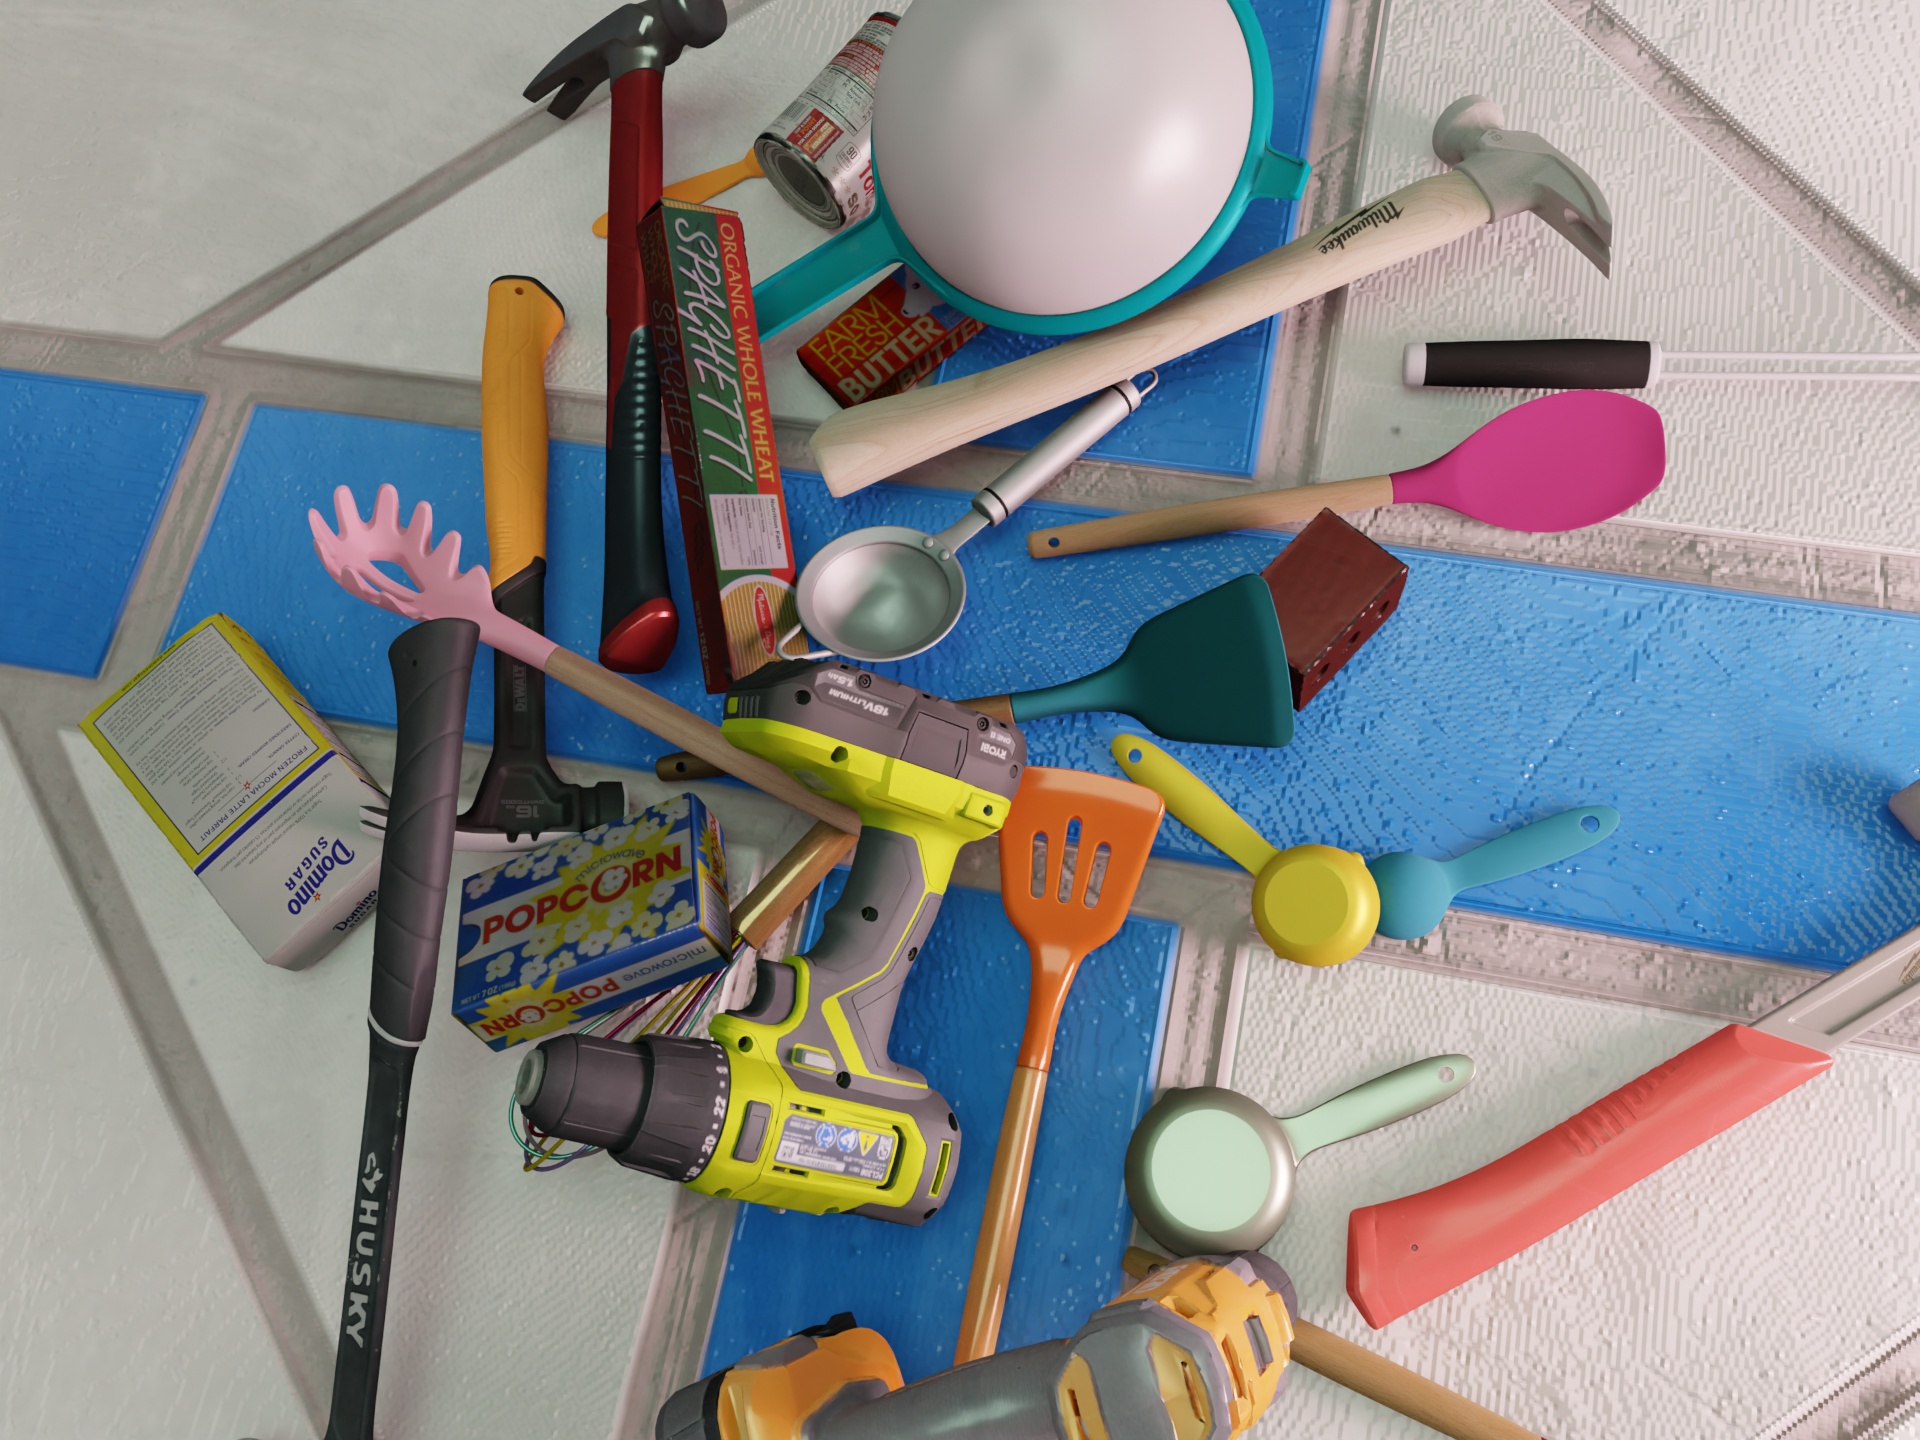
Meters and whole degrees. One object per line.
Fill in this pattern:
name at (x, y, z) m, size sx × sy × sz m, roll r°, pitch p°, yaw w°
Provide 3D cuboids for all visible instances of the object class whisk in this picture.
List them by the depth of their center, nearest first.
whisk at (-0.122, 0.118, 0.763) m, size 0.051 × 0.047 × 0.245 m, roll 38°, pitch 75°, yaw 19°

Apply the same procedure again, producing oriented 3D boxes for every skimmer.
skimmer at (0.402, -0.171, 0.763) m, size 0.363 × 0.090 × 0.127 m, roll 3°, pitch 103°, yaw 11°

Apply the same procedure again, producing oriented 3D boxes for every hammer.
hammer at (0.328, 0.166, 0.685) m, size 0.359 × 0.036 × 0.149 m, roll -29°, pitch 70°, yaw -4°
hammer at (-0.250, 0.156, 0.705) m, size 0.149 × 0.036 × 0.409 m, roll 0°, pitch 82°, yaw 28°
hammer at (0.120, -0.201, 0.817) m, size 0.410 × 0.038 × 0.146 m, roll -23°, pitch 47°, yaw 1°
hammer at (-0.242, -0.093, 0.838) m, size 0.127 × 0.034 × 0.337 m, roll 2°, pitch 66°, yaw -18°
hammer at (-0.187, -0.210, 0.863) m, size 0.143 × 0.038 × 0.386 m, roll -14°, pitch 71°, yaw 36°

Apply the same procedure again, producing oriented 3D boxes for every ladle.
ladle at (0.213, 0.294, 0.661) m, size 0.315 × 0.031 × 0.069 m, roll 22°, pitch 73°, yaw 16°

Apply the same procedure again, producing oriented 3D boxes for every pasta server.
pasta server at (-0.173, -0.022, 0.767) m, size 0.316 × 0.040 × 0.060 m, roll 28°, pitch 46°, yaw 5°

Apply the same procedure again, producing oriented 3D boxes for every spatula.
spatula at (0.026, 0.181, 0.718) m, size 0.081 × 0.041 × 0.323 m, roll 10°, pitch 73°, yaw 10°
spatula at (-0.001, -0.002, 0.778) m, size 0.317 × 0.044 × 0.082 m, roll -10°, pitch 93°, yaw 8°

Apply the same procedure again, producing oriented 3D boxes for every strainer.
strainer at (-0.015, -0.273, 0.788) m, size 0.340 × 0.095 × 0.211 m, roll -27°, pitch 83°, yaw 17°
strainer at (0.010, -0.103, 0.820) m, size 0.258 × 0.050 × 0.087 m, roll -41°, pitch 63°, yaw -13°

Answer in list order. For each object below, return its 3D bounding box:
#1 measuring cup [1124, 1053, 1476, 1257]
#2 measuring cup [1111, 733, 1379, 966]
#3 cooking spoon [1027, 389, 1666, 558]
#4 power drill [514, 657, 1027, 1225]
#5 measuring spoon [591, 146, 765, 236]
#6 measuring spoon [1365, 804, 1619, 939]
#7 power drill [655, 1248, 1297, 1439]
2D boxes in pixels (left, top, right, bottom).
measuring cup at (0.151, 0.182, 0.701) m, size 0.167 × 0.038 × 0.083 m, roll -23°, pitch 70°, yaw 1°
measuring cup at (0.127, 0.055, 0.749) m, size 0.157 × 0.029 × 0.062 m, roll 40°, pitch 99°, yaw 22°
cooking spoon at (0.191, -0.114, 0.805) m, size 0.319 × 0.017 × 0.068 m, roll -8°, pitch 104°, yaw 7°
power drill at (-0.072, 0.093, 0.687) m, size 0.190 × 0.080 × 0.228 m, roll 20°, pitch 80°, yaw -27°
measuring spoon at (-0.162, -0.310, 0.929) m, size 0.117 × 0.011 × 0.021 m, roll -23°, pitch 70°, yaw 0°
measuring spoon at (0.246, 0.064, 0.738) m, size 0.128 × 0.021 × 0.042 m, roll -21°, pitch 70°, yaw 2°
power drill at (0.021, 0.260, 0.622) m, size 0.226 × 0.185 × 0.084 m, roll -22°, pitch 75°, yaw 19°
